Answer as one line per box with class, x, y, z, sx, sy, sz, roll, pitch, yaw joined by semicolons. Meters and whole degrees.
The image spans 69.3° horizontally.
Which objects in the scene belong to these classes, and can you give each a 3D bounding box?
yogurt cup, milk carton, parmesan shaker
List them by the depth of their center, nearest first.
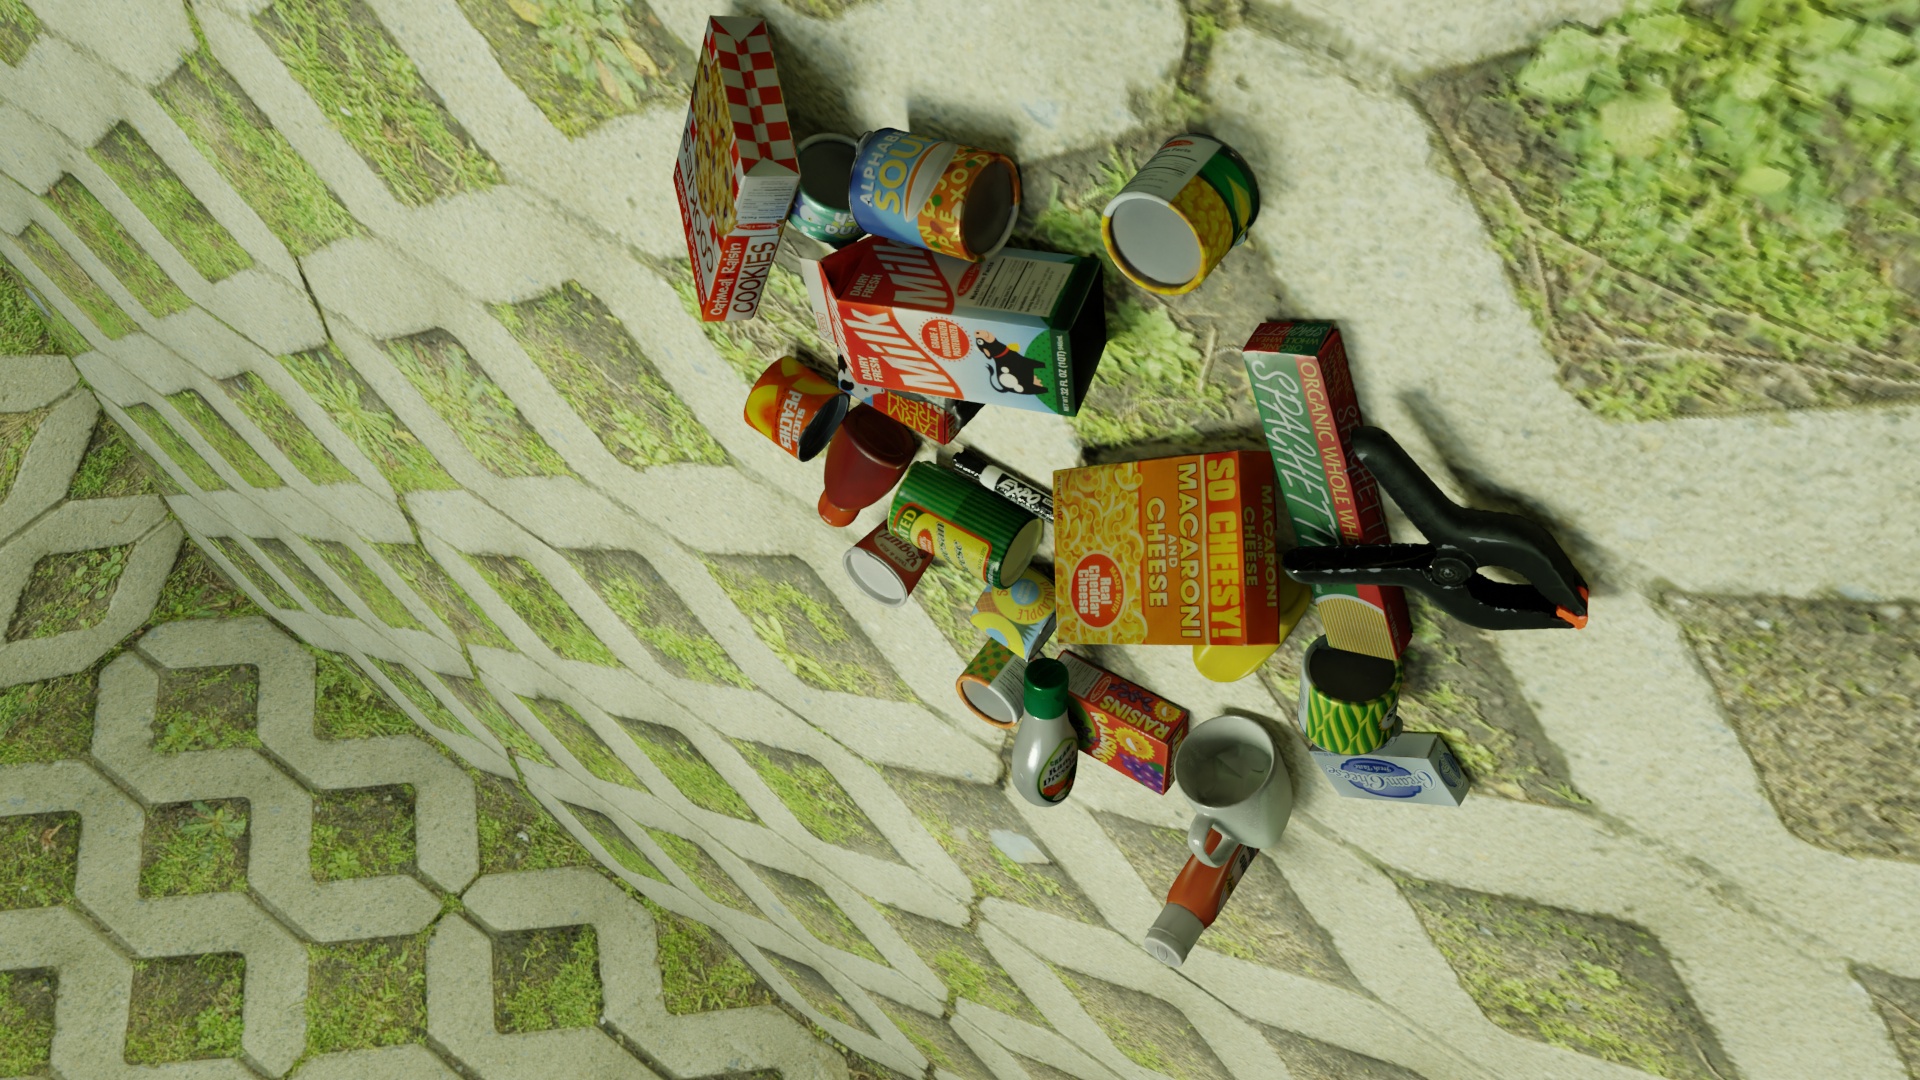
milk carton;-0.010;-0.140;0.877;0.191;0.074;0.072;11;141;18
parmesan shaker;0.004;-0.014;1.077;0.103;0.071;0.071;27;147;22
yogurt cup;-0.060;0.017;1.201;0.072;0.054;0.072;28;148;20

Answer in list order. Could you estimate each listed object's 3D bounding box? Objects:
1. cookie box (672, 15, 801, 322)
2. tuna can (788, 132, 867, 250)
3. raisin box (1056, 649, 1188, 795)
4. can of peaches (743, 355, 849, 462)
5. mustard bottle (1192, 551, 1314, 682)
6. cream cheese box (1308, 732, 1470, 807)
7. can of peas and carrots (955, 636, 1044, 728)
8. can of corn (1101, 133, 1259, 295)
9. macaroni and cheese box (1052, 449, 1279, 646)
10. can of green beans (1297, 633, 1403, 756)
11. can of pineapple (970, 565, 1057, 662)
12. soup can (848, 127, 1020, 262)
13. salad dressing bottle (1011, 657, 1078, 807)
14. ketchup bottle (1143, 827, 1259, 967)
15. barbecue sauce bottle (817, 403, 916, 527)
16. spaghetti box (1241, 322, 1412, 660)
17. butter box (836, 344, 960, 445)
cookie box;-0.150;-0.239;0.917;0.166;0.040;0.123;128;132;-60
tuna can;-0.081;-0.225;0.892;0.071;0.071;0.032;39;149;2
raisin box;0.131;0.156;1.185;0.123;0.040;0.085;26;146;25
can of peaches;-0.132;-0.105;1.107;0.058;0.071;0.071;35;149;11
mustard bottle;0.195;0.065;0.970;0.049;0.065;0.159;33;152;7
cream cheese box;0.311;0.165;1.008;0.103;0.024;0.053;-7;127;52
can of peas and carrots;0.036;0.124;1.230;0.071;0.059;0.070;28;147;20
can of corn;0.119;-0.172;0.747;0.071;0.058;0.070;29;148;20
macaroni and cheese box;0.133;0.007;0.921;0.166;0.040;0.123;-4;87;50
can of green beans;0.263;0.102;0.938;0.071;0.071;0.057;23;145;27
can of pineapple;0.049;0.054;1.115;0.058;0.071;0.070;34;149;12
soup can;-0.016;-0.211;0.840;0.084;0.072;0.071;21;145;29
salad dressing bottle;0.071;0.161;1.162;0.044;0.064;0.146;32;142;34
ketchup bottle;0.206;0.286;1.162;0.043;0.149;0.064;24;146;28
barbecue sauce bottle;-0.085;-0.055;1.147;0.065;0.044;0.148;40;151;1
spaghetti box;0.228;-0.024;0.849;0.050;0.029;0.249;10;138;40
butter box;-0.046;-0.116;1.041;0.103;0.024;0.052;29;147;18
